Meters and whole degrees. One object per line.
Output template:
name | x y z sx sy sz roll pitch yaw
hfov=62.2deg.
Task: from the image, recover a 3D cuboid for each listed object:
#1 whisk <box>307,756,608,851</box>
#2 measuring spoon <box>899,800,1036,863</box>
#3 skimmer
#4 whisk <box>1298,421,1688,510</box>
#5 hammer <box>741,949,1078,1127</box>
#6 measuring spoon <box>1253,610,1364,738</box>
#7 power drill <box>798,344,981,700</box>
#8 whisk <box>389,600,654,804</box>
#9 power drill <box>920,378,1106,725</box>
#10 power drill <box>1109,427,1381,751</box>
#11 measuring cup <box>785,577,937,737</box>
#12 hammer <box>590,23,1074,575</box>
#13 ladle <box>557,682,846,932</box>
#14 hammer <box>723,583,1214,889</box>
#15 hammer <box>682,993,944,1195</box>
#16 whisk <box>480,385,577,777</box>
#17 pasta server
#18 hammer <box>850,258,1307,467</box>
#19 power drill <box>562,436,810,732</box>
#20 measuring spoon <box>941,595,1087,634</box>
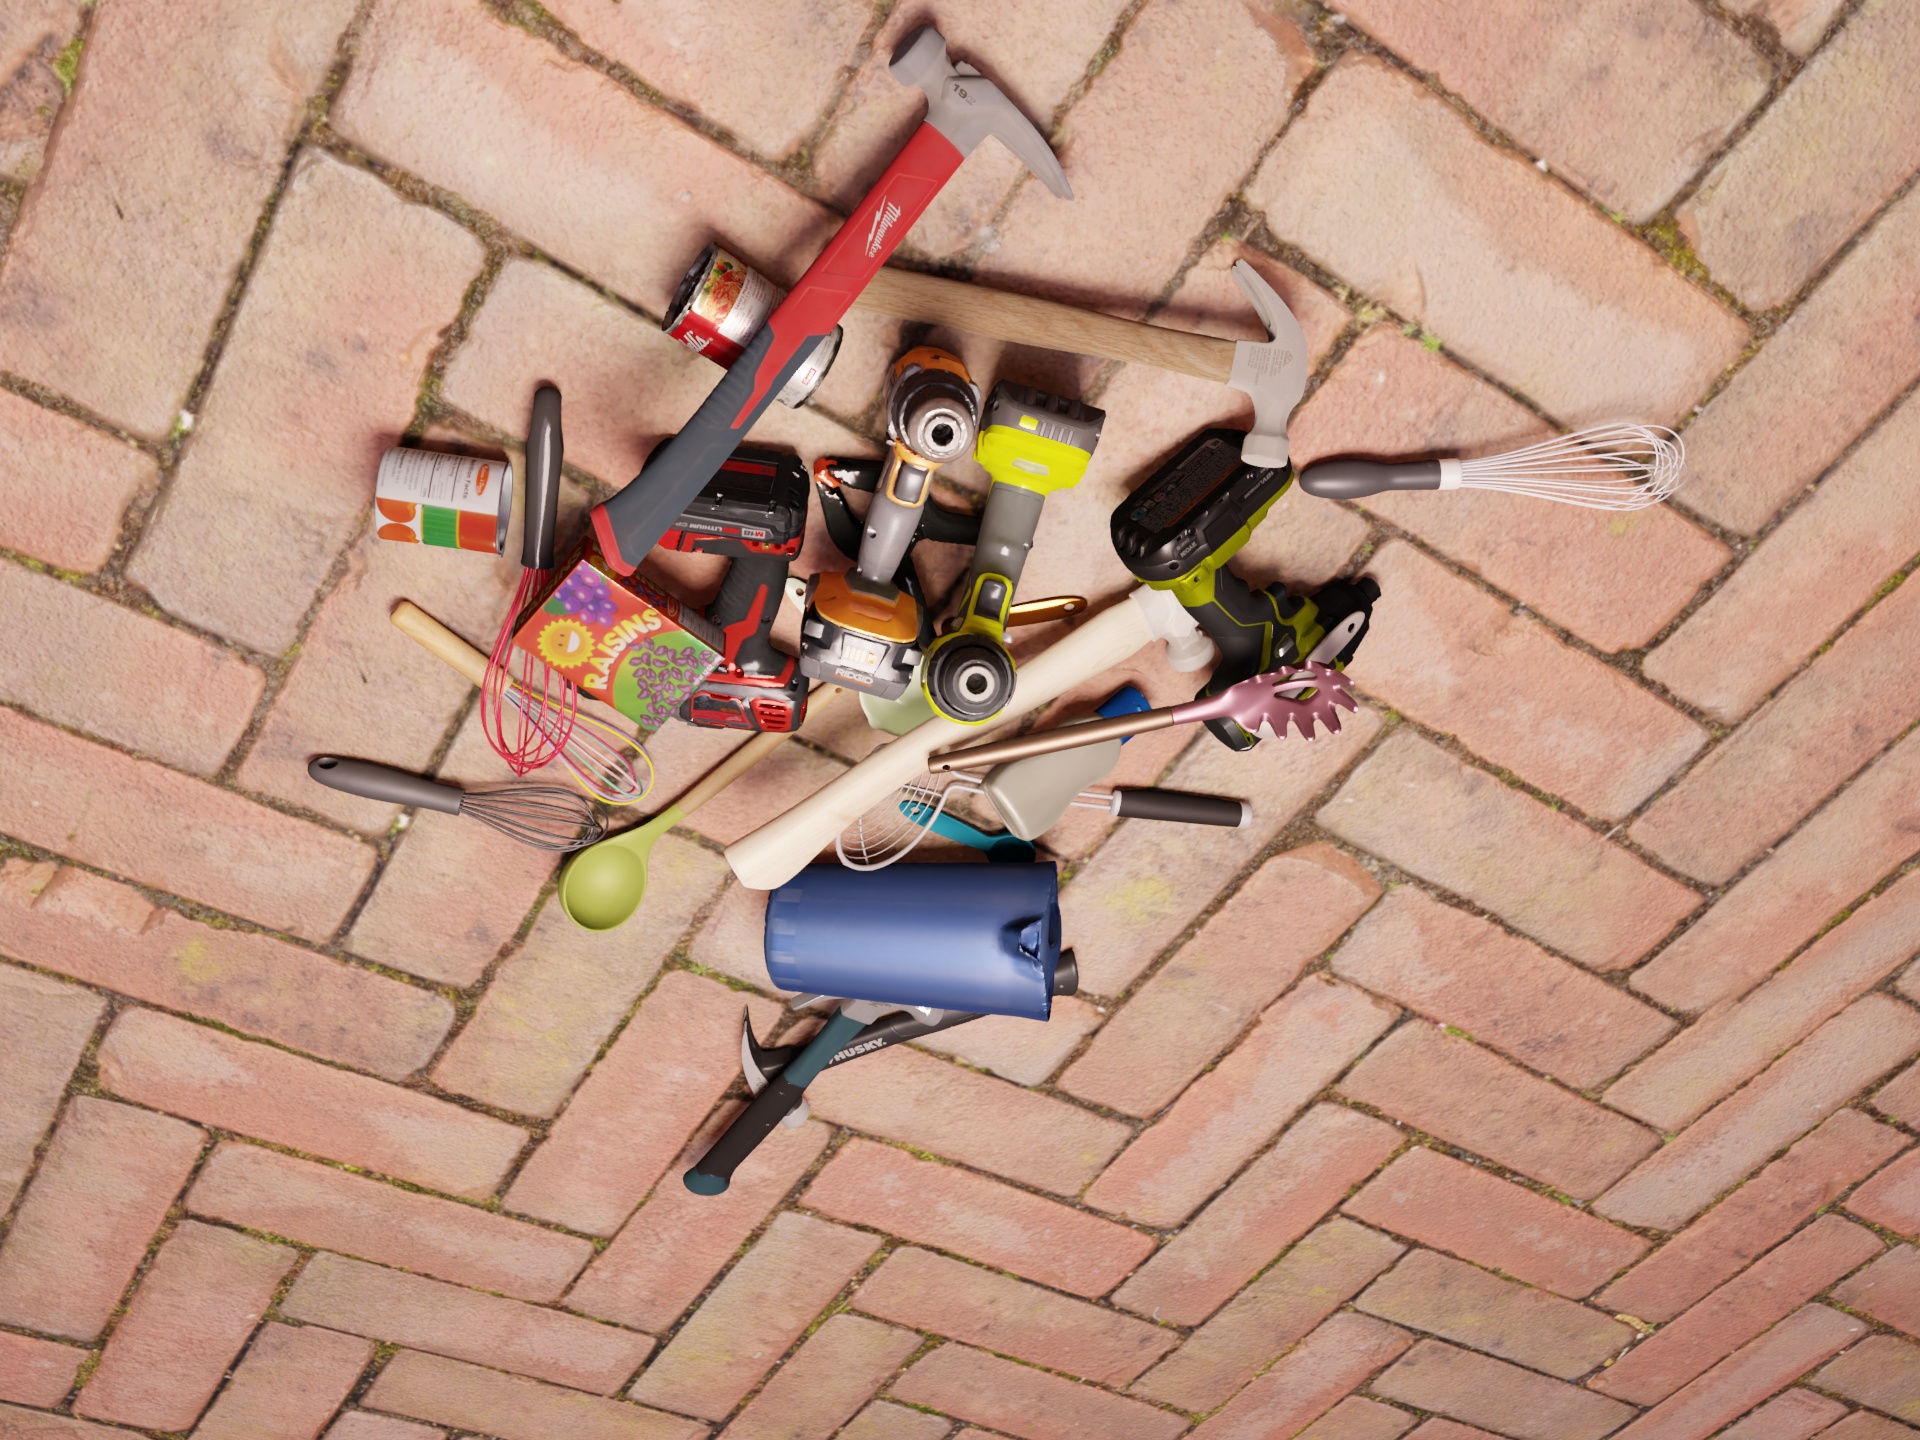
whisk | -0.404 0.063 1.284 0.239 0.055 0.055 14 124 -10
measuring spoon | 0.006 0.093 1.369 0.128 0.021 0.042 25 121 -11
skimmer | 0.075 0.080 1.316 0.363 0.090 0.127 6 122 -11
whisk | 0.395 -0.185 1.182 0.284 0.070 0.070 -2 126 2
hammer | -0.047 0.280 1.484 0.335 0.035 0.146 -20 126 9
measuring spoon | 0.266 -0.033 1.201 0.124 0.018 0.034 -48 131 1
power drill | -0.042 -0.131 1.060 0.084 0.185 0.226 16 108 -11
whisk | -0.339 -0.009 1.238 0.047 0.051 0.244 -37 119 26
power drill | 0.028 -0.106 1.078 0.080 0.190 0.228 16 93 -4
power drill | 0.221 -0.103 1.193 0.171 0.080 0.223 -42 128 -5
measuring cup | -0.071 -0.058 1.241 0.167 0.038 0.083 43 115 -12
hammer | -0.093 -0.242 1.020 0.143 0.038 0.386 37 95 -27
ladle | -0.206 0.065 1.299 0.320 0.062 0.078 -37 132 17
hammer | -0.002 -0.004 1.211 0.410 0.038 0.146 -32 124 -4
hammer | -0.158 0.340 1.473 0.128 0.033 0.331 26 120 -25
whisk | -0.306 -0.094 1.148 0.073 0.073 0.295 6 112 -10
pasta server | 0.130 0.006 1.172 0.316 0.040 0.060 -12 119 5
hammer | 0.072 -0.267 1.073 0.331 0.031 0.130 11 88 -4
power drill | -0.201 -0.090 1.174 0.188 0.080 0.226 7 129 -3
measuring spoon | 0.042 -0.079 1.245 0.117 0.011 0.021 -11 126 2
